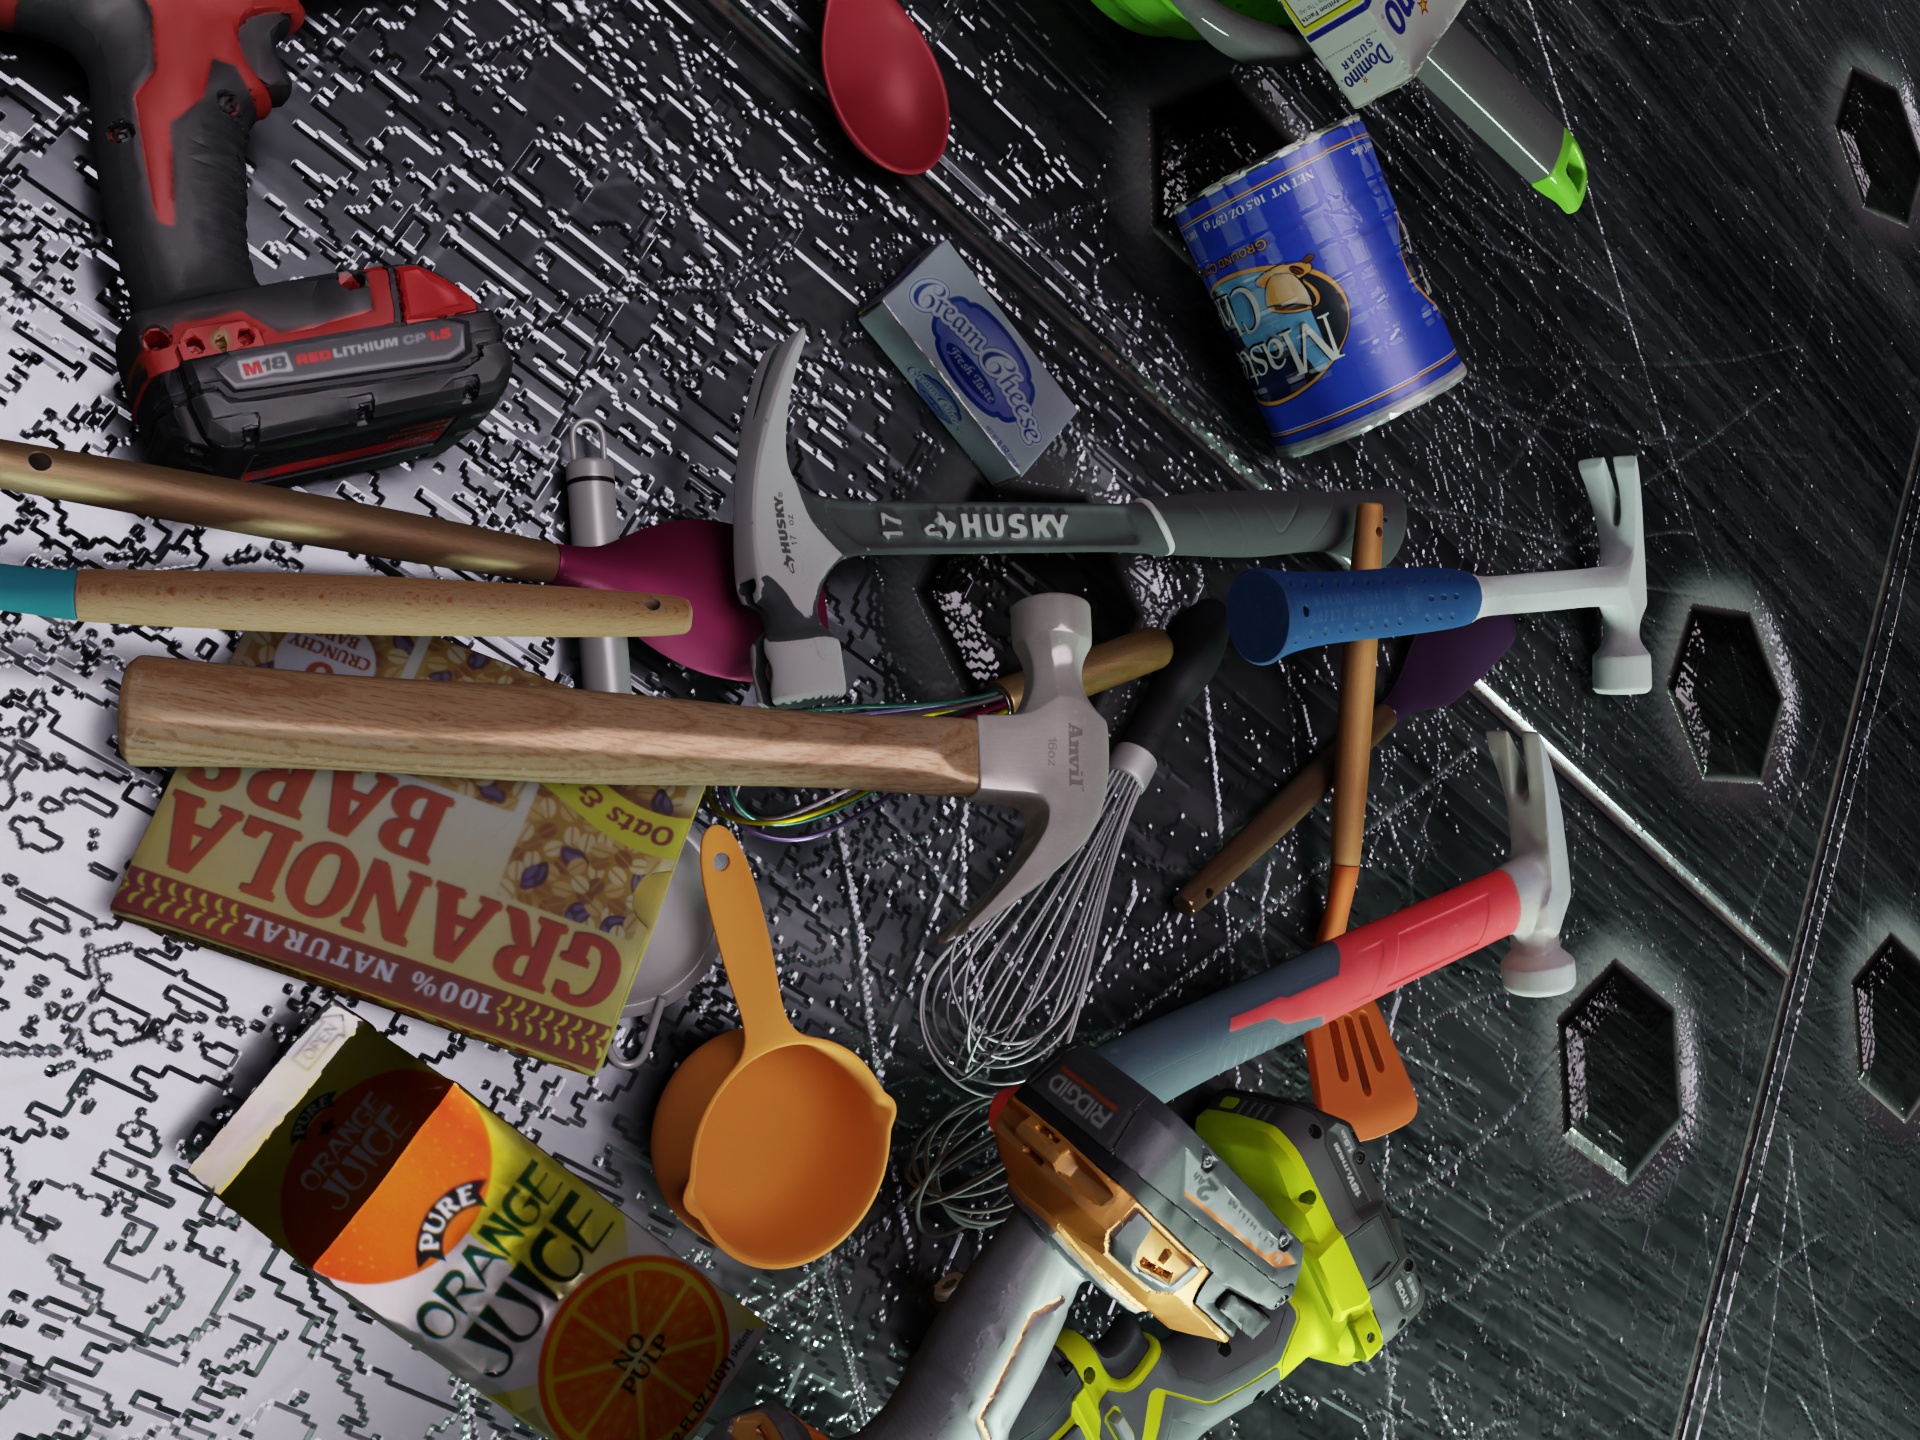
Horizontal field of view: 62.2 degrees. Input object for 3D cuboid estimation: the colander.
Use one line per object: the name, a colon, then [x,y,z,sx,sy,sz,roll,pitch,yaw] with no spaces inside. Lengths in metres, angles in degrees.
colander: [0.176,-0.379,0.832,0.396,0.094,0.205,29,69,-27]

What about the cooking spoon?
cooking spoon: [-0.169,-0.060,0.569,0.318,0.017,0.069,7,70,-44]

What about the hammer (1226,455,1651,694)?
hammer: [0.271,-0.071,0.838,0.405,0.035,0.144,-7,96,-45]

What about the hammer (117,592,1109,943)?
hammer: [-0.105,0.009,0.548,0.331,0.031,0.130,3,72,-17]

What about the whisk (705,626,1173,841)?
whisk: [-0.002,-0.004,0.699,0.245,0.047,0.051,-20,101,-32]

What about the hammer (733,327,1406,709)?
hammer: [0.073,-0.095,0.740,0.408,0.036,0.149,-6,86,-38]

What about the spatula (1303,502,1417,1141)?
spatula: [0.207,0.051,0.815,0.081,0.041,0.322,-1,95,-40]

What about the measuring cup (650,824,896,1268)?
measuring cup: [-0.086,0.123,0.620,0.095,0.052,0.173,-17,99,-35]

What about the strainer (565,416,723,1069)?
strainer: [-0.137,0.006,0.619,0.087,0.050,0.258,-4,83,-19]

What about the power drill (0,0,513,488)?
power drill: [-0.234,-0.207,0.561,0.188,0.080,0.226,-22,93,-33]

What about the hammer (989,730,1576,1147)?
hammer: [0.168,0.110,0.749,0.386,0.038,0.143,-14,98,-37]

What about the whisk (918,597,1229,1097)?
whisk: [0.066,0.048,0.737,0.070,0.070,0.285,44,59,-21]

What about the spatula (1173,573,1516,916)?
spatula: [0.214,0.008,0.857,0.316,0.018,0.059,-38,112,-31]

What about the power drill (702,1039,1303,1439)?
power drill: [0.025,0.256,0.591,0.226,0.084,0.185,-48,122,-10]

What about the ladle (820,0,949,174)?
ladle: [-0.065,-0.388,0.666,0.069,0.031,0.315,-38,124,-36]

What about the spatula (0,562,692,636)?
spatula: [-0.243,-0.033,0.494,0.317,0.044,0.082,1,56,-21]

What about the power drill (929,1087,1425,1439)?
power drill: [0.094,0.272,0.714,0.223,0.080,0.171,-31,102,-28]

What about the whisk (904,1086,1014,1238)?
whisk: [0.068,0.170,0.728,0.239,0.055,0.055,-19,95,-38]
